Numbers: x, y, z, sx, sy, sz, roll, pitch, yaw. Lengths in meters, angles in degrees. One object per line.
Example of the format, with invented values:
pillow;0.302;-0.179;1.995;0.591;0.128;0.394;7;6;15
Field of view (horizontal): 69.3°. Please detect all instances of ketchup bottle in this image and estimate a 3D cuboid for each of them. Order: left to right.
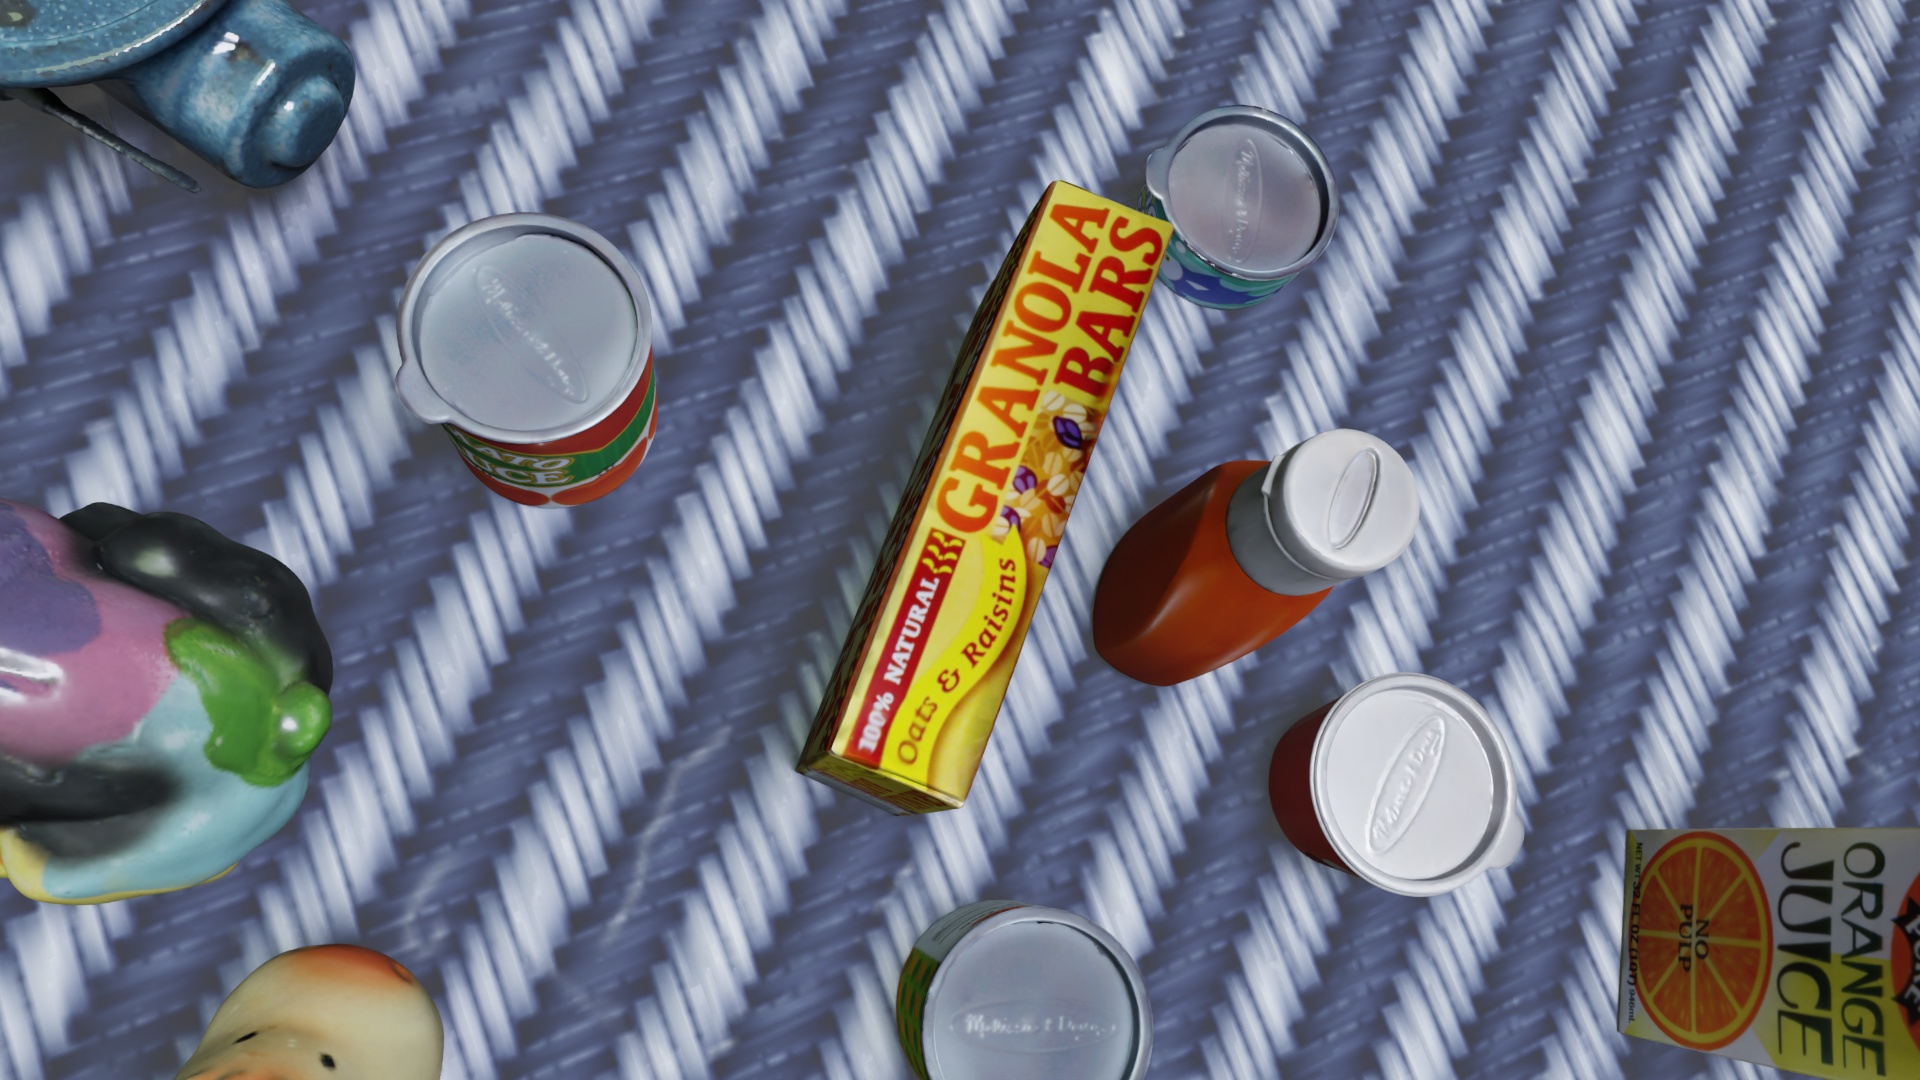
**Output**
ketchup bottle;0.081;0.004;0.407;0.043;0.148;0.065;26;75;-4

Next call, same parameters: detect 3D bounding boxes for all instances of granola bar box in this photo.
granola bar box;0.001;-0.005;0.407;0.039;0.124;0.166;22;75;-5

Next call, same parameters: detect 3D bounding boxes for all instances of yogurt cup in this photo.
yogurt cup;0.135;0.079;0.450;0.072;0.054;0.072;2;77;-10

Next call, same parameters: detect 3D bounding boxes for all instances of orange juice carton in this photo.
orange juice carton;0.281;0.123;0.396;0.073;0.192;0.072;12;76;-8

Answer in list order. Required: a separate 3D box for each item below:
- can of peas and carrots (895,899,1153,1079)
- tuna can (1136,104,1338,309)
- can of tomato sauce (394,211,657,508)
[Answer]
can of peas and carrots;0.017;0.143;0.411;0.071;0.058;0.071;2;78;-10
tuna can;0.096;-0.119;0.497;0.071;0.032;0.071;2;77;-10
can of tomato sauce;-0.126;-0.048;0.414;0.071;0.083;0.071;2;78;-10
